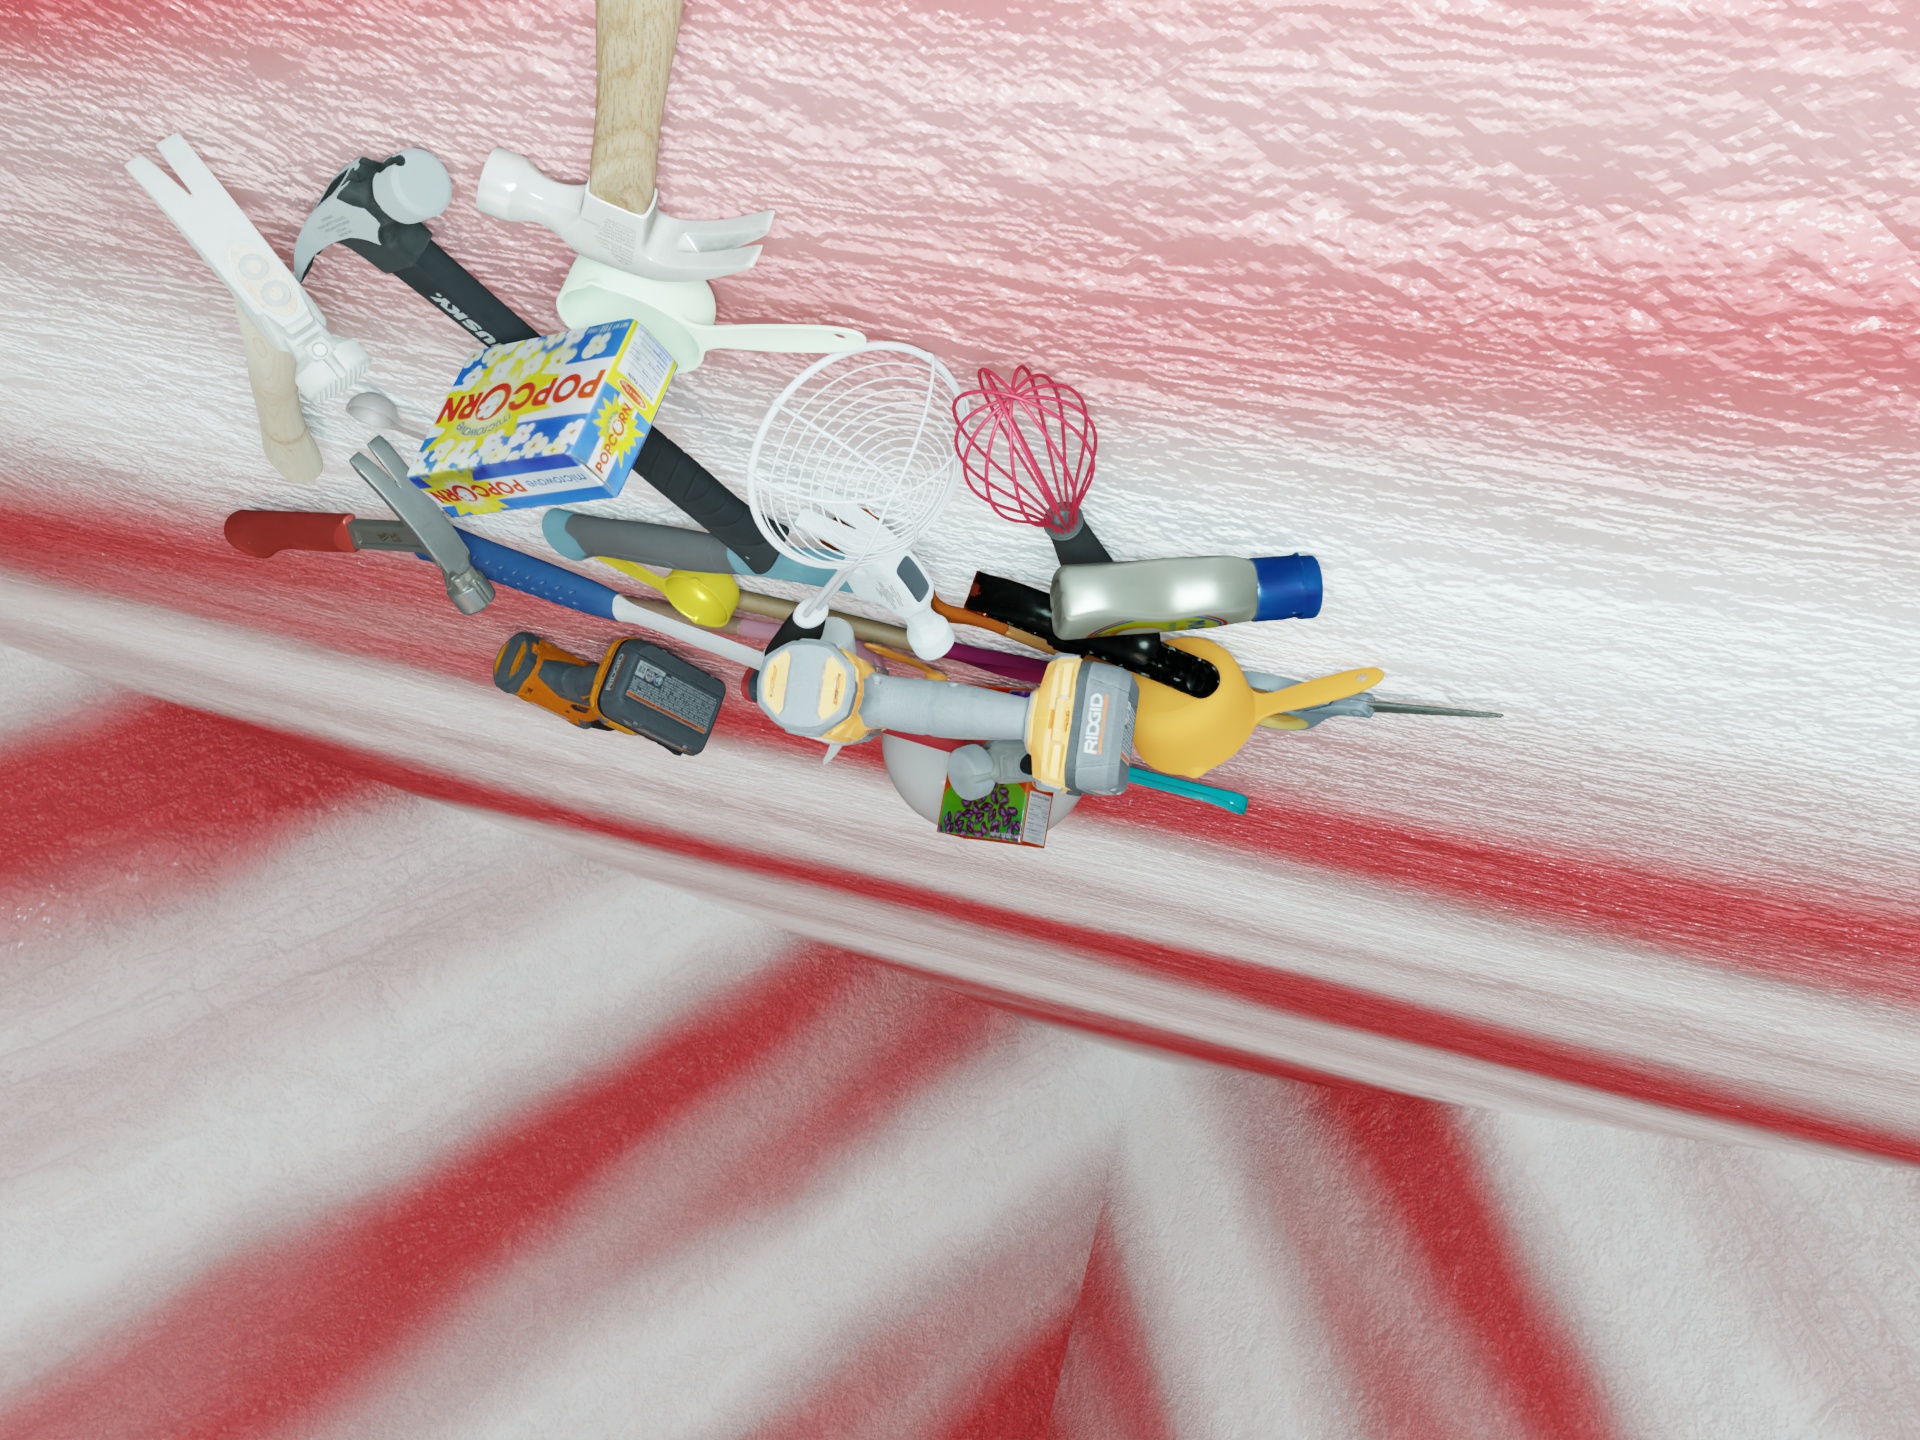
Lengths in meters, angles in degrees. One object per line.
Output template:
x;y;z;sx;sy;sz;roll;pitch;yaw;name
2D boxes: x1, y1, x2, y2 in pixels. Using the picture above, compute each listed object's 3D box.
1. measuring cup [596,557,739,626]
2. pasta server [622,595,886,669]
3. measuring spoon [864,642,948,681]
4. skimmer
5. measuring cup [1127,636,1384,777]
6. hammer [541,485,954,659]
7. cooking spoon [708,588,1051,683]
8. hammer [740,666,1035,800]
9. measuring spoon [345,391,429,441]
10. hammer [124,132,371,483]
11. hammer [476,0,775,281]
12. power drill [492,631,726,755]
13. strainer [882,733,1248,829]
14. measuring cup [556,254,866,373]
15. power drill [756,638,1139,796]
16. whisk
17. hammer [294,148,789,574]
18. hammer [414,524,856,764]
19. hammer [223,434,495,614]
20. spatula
-0.238;-0.122;1.214;0.156;0.029;0.062;28;151;7;measuring cup
-0.201;-0.073;1.307;0.316;0.040;0.060;11;-161;25;pasta server
-0.044;-0.043;1.261;0.021;0.011;0.116;12;175;31;measuring spoon
-0.087;-0.106;0.939;0.127;0.090;0.363;-23;176;-20;skimmer
0.186;-0.023;1.045;0.173;0.095;0.052;-14;137;23;measuring cup
-0.163;-0.113;1.099;0.331;0.033;0.128;11;147;33;hammer
-0.042;-0.063;1.216;0.319;0.017;0.068;14;174;9;cooking spoon
-0.050;-0.007;1.280;0.143;0.038;0.387;-16;-161;-35;hammer
-0.356;-0.198;1.090;0.124;0.018;0.034;18;166;-31;measuring spoon
-0.433;-0.221;0.988;0.146;0.038;0.411;52;161;-11;hammer
-0.121;-0.259;0.603;0.130;0.031;0.331;20;164;-10;hammer
-0.328;-0.023;1.534;0.227;0.084;0.164;7;162;45;power drill
0.076;0.067;1.398;0.340;0.095;0.210;14;164;15;strainer
-0.118;-0.204;0.782;0.167;0.038;0.083;8;162;21;measuring cup
-0.002;-0.003;1.029;0.226;0.084;0.185;7;176;10;power drill
0.054;-0.116;0.876;0.073;0.073;0.295;12;170;17;whisk
-0.218;-0.183;0.897;0.146;0.035;0.334;1;152;43;hammer
-0.252;-0.078;1.221;0.406;0.035;0.144;20;146;19;hammer
-0.516;-0.160;1.290;0.359;0.037;0.149;9;139;43;hammer
0.054;-0.067;1.102;0.322;0.041;0.081;18;163;-22;spatula
